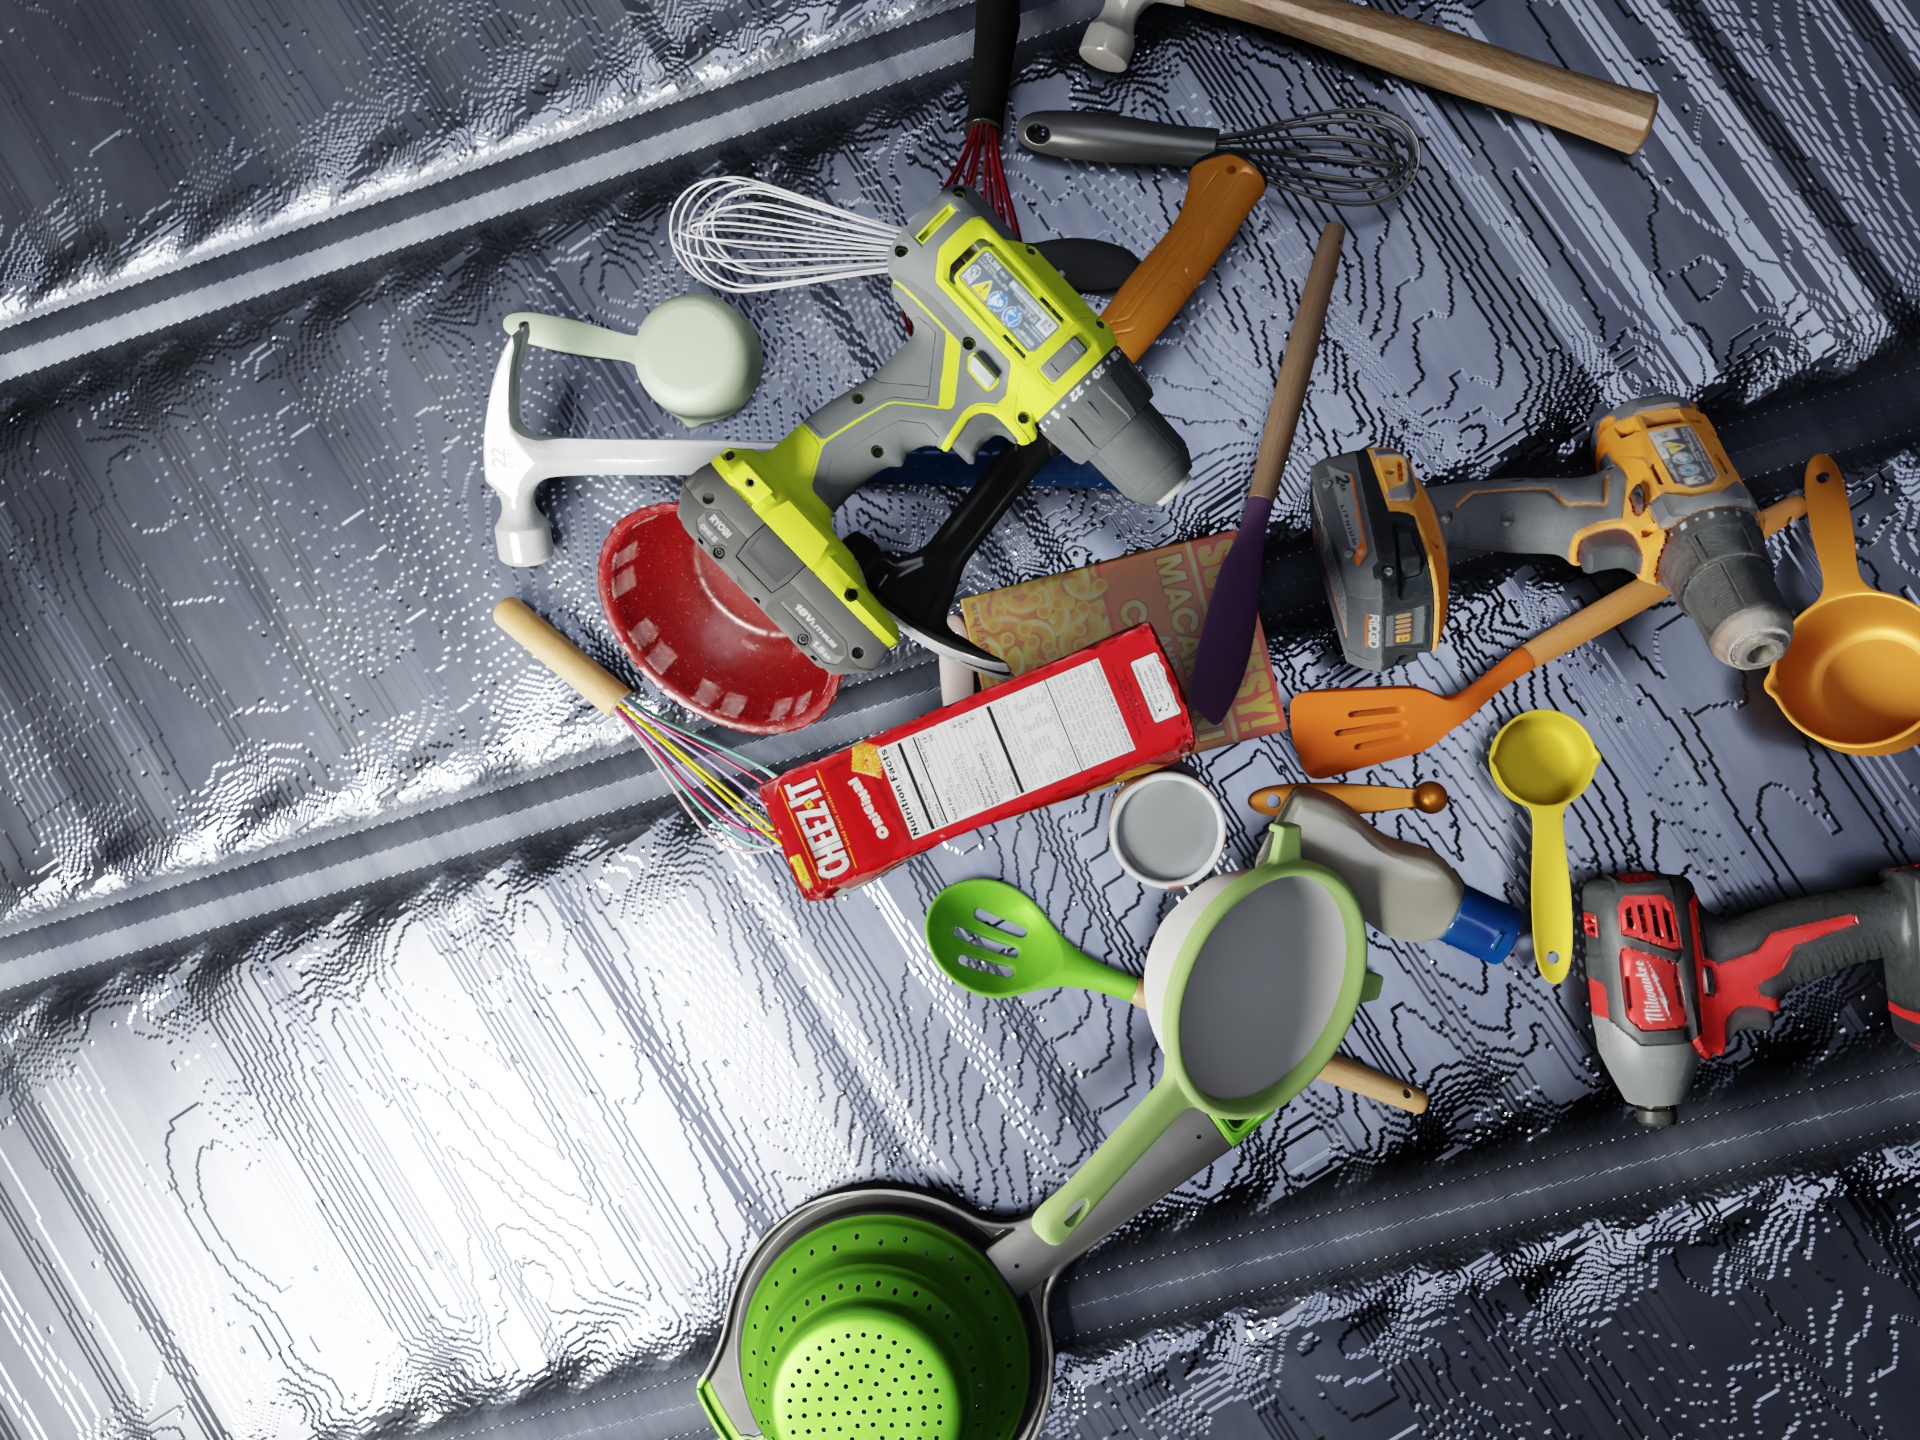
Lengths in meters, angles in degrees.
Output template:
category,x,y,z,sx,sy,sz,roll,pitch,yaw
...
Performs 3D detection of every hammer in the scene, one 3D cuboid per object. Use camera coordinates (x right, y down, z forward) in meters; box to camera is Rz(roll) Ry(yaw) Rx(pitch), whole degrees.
category,x,y,z,sx,sy,sz,roll,pitch,yaw
hammer,0.246,-0.405,0.939,0.331,0.031,0.130,20,92,5
hammer,-0.084,-0.162,0.949,0.405,0.035,0.144,1,117,2
hammer,0.071,-0.181,0.894,0.127,0.034,0.337,35,84,20

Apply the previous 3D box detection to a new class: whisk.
category,x,y,z,sx,sy,sz,roll,pitch,yaw
whisk,0.011,-0.323,0.918,0.073,0.073,0.296,4,70,6
whisk,0.150,-0.342,0.941,0.239,0.055,0.055,9,90,10
whisk,-0.034,-0.282,0.957,0.284,0.070,0.070,5,90,1
whisk,-0.191,0.002,0.970,0.245,0.047,0.051,38,116,9

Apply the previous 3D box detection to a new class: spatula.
category,x,y,z,sx,sy,sz,roll,pitch,yaw
spatula,0.342,-0.054,0.917,0.322,0.080,0.041,-29,46,-3
spatula,0.179,-0.147,0.912,0.018,0.059,0.316,6,73,37

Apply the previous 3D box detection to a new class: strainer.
category,x,y,z,sx,sy,sz,roll,pitch,yaw
strainer,0.118,0.178,0.883,0.256,0.069,0.151,-44,124,-15

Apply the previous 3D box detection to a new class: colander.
category,x,y,z,sx,sy,sz,roll,pitch,yaw
colander,0.017,0.334,0.919,0.397,0.094,0.204,-37,86,4

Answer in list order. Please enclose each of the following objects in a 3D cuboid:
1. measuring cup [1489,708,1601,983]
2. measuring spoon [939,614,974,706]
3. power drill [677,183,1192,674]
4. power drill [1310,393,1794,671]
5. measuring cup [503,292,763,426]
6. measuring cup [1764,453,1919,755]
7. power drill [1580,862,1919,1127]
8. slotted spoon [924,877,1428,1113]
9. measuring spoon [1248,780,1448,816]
category,x,y,z,sx,sy,sz,roll,pitch,yaw
measuring cup,0.337,0.072,0.919,0.062,0.029,0.156,-1,86,7
measuring spoon,-0.002,-0.003,0.964,0.034,0.018,0.124,-4,88,6
power drill,-0.012,-0.131,0.820,0.228,0.080,0.190,-44,95,2
power drill,0.319,-0.088,0.865,0.226,0.084,0.186,-9,48,6
measuring cup,-0.206,-0.233,0.978,0.167,0.038,0.083,12,90,4
measuring cup,0.503,-0.064,0.895,0.095,0.052,0.174,-14,68,37
power drill,0.466,0.151,0.888,0.219,0.078,0.143,-5,87,9
slotted spoon,0.127,0.172,0.944,0.314,0.031,0.070,21,67,3
measuring spoon,0.230,0.047,0.943,0.117,0.011,0.021,-1,89,6
